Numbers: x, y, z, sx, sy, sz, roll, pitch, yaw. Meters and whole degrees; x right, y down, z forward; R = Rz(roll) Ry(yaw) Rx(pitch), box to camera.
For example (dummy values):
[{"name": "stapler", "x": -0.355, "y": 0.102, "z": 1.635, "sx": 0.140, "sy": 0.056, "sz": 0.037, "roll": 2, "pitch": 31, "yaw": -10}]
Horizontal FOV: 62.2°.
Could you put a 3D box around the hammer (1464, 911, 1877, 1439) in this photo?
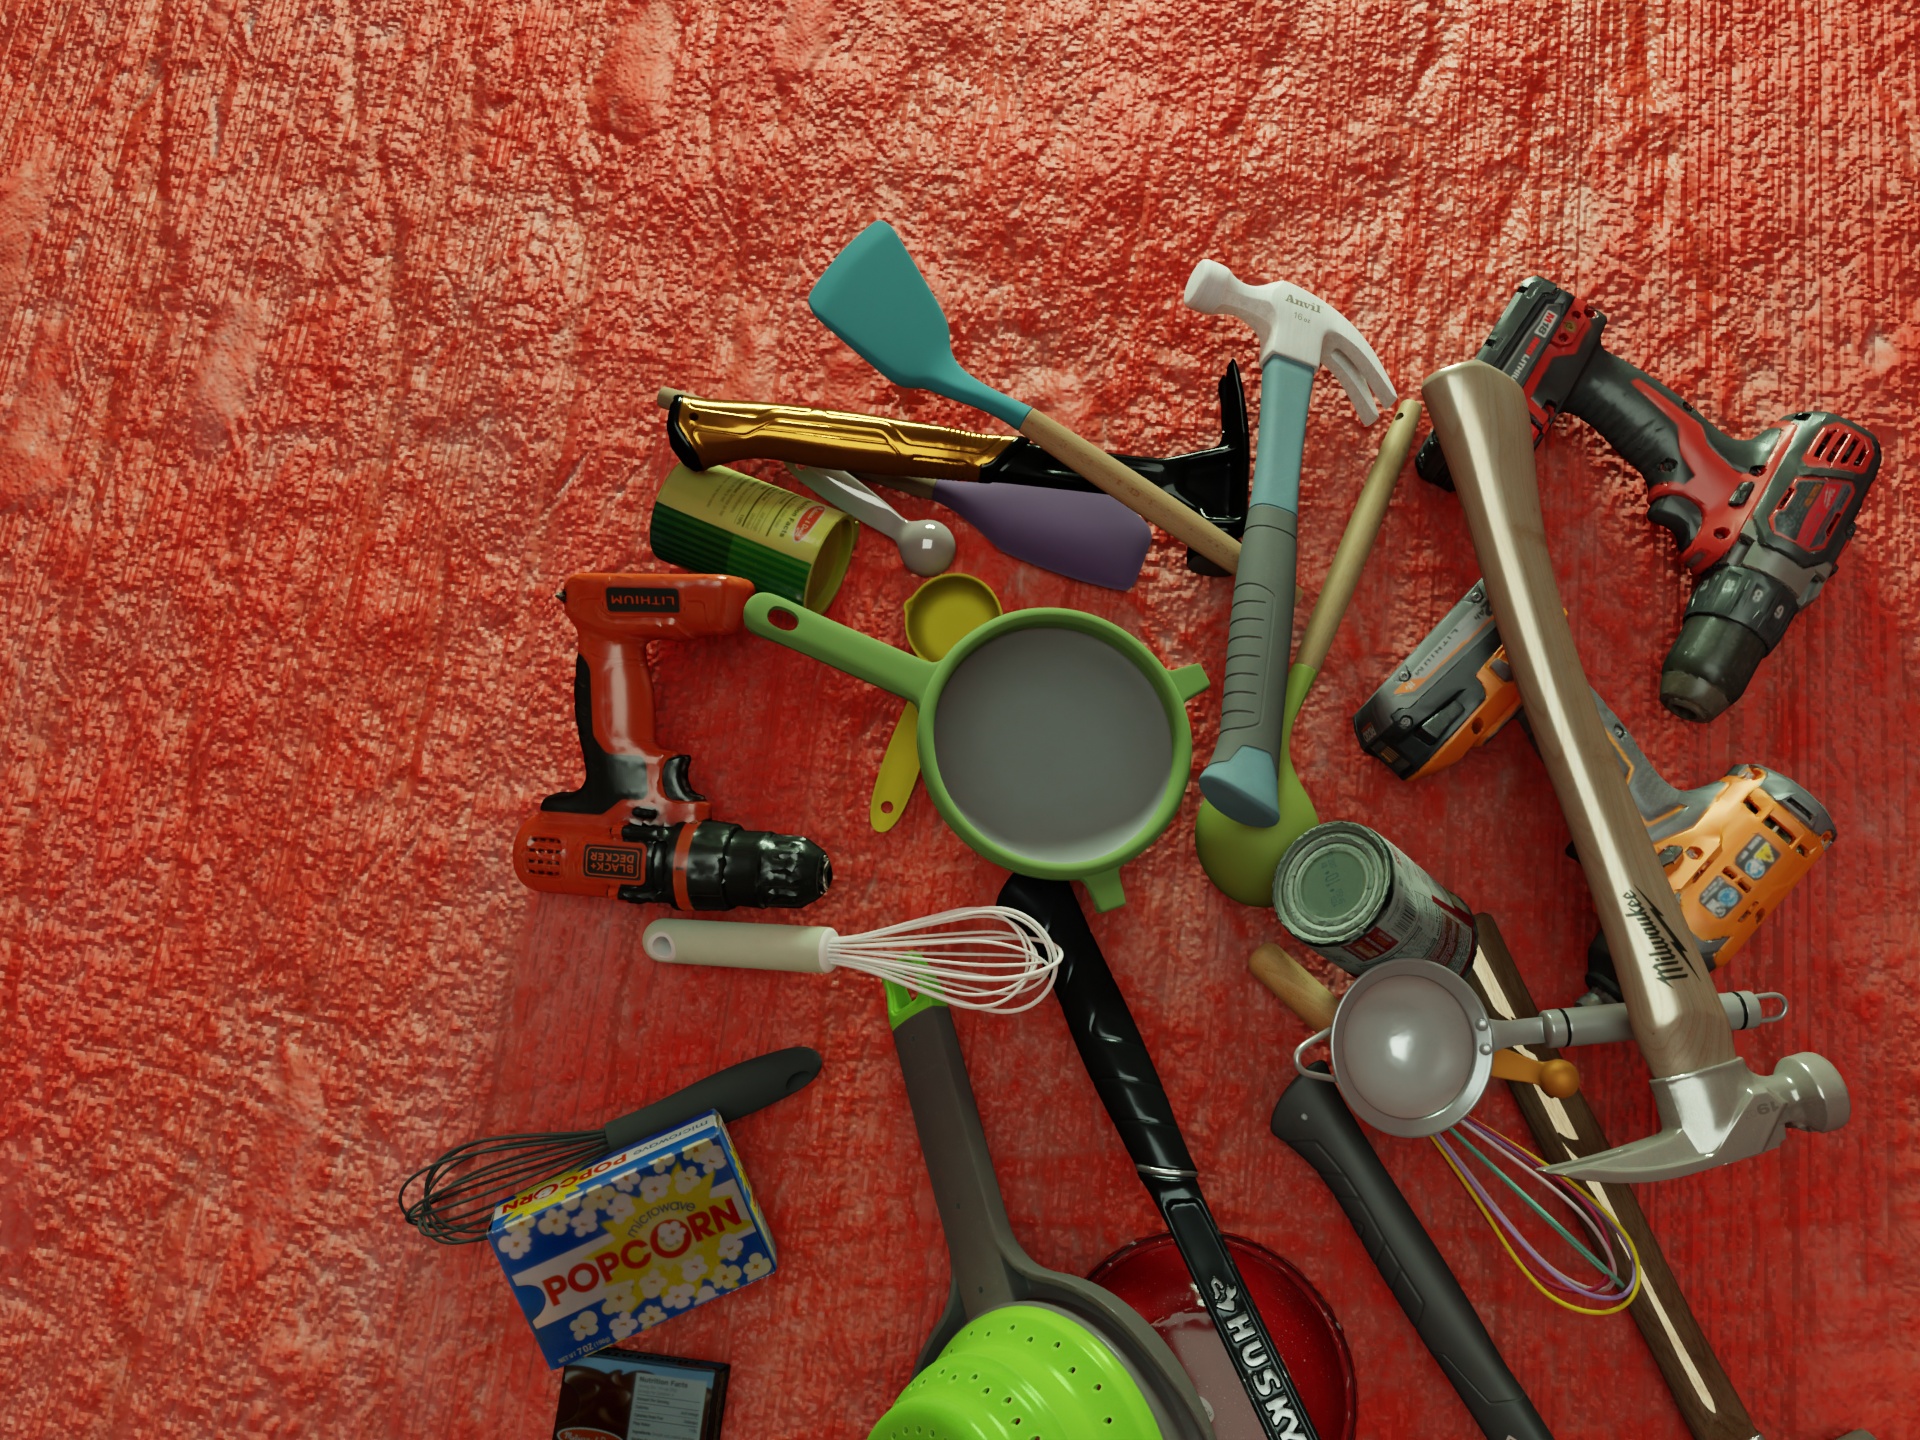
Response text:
[{"name": "hammer", "x": 0.332, "y": 0.256, "z": 0.815, "sx": 0.130, "sy": 0.031, "sz": 0.331, "roll": -24, "pitch": 74, "yaw": -2}]

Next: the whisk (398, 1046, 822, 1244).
[{"name": "whisk", "x": -0.189, "y": 0.226, "z": 0.864, "sx": 0.239, "sy": 0.055, "sz": 0.055, "roll": -21, "pitch": 75, "yaw": -5}]

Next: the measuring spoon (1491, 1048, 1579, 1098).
[{"name": "measuring spoon", "x": 0.261, "y": 0.173, "z": 0.828, "sx": 0.117, "sy": 0.011, "sz": 0.021, "roll": 11, "pitch": 87, "yaw": 32}]

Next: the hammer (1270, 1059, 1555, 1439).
[{"name": "hammer", "x": 0.261, "y": 0.320, "z": 0.784, "sx": 0.146, "sy": 0.035, "sz": 0.335, "roll": -40, "pitch": 68, "yaw": 24}]

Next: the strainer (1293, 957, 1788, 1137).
[{"name": "strainer", "x": 0.287, "y": 0.156, "z": 0.792, "sx": 0.258, "sy": 0.050, "sz": 0.087, "roll": -5, "pitch": 84, "yaw": -3}]

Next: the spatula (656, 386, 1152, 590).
[{"name": "spatula", "x": -0.038, "y": -0.150, "z": 0.960, "sx": 0.316, "sy": 0.018, "sz": 0.060, "roll": 19, "pitch": 77, "yaw": 8}]

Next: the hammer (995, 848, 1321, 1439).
[{"name": "hammer", "x": 0.116, "y": 0.241, "z": 0.791, "sx": 0.149, "sy": 0.036, "sz": 0.409, "roll": -23, "pitch": 61, "yaw": -3}]

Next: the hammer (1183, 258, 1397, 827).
[{"name": "hammer", "x": 0.169, "y": -0.100, "z": 0.872, "sx": 0.128, "sy": 0.033, "sz": 0.331, "roll": 16, "pitch": 66, "yaw": -12}]

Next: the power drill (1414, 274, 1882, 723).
[{"name": "power drill", "x": 0.373, "y": -0.123, "z": 0.888, "sx": 0.227, "sy": 0.080, "sz": 0.188, "roll": 31, "pitch": 81, "yaw": 9}]

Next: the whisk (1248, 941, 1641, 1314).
[{"name": "whisk", "x": 0.239, "y": 0.203, "z": 0.813, "sx": 0.245, "sy": 0.051, "sz": 0.047, "roll": 43, "pitch": 102, "yaw": 27}]

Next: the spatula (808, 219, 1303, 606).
[{"name": "spatula", "x": 0.060, "y": -0.158, "z": 0.886, "sx": 0.317, "sy": 0.044, "sz": 0.082, "roll": 33, "pitch": 59, "yaw": 1}]

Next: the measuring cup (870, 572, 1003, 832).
[{"name": "measuring cup", "x": -0.019, "y": -0.009, "z": 0.924, "sx": 0.062, "sy": 0.029, "sz": 0.156, "roll": 20, "pitch": 90, "yaw": 8}]

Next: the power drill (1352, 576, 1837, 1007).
[{"name": "power drill", "x": 0.323, "y": 0.044, "z": 0.847, "sx": 0.226, "sy": 0.084, "sz": 0.164, "roll": 43, "pitch": 83, "yaw": 10}]

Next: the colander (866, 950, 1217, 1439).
[{"name": "colander", "x": -0.005, "y": 0.295, "z": 0.767, "sx": 0.204, "sy": 0.094, "sz": 0.397, "roll": -39, "pitch": 55, "yaw": 35}]

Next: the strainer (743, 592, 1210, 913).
[{"name": "strainer", "x": -0.001, "y": -0.003, "z": 0.878, "sx": 0.256, "sy": 0.069, "sz": 0.151, "roll": 24, "pitch": 72, "yaw": -1}]

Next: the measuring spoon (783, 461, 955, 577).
[{"name": "measuring spoon", "x": -0.058, "y": -0.127, "z": 0.945, "sx": 0.124, "sy": 0.018, "sz": 0.034, "roll": 35, "pitch": 103, "yaw": 6}]

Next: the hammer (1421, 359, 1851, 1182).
[{"name": "hammer", "x": 0.297, "y": 0.016, "z": 0.788, "sx": 0.146, "sy": 0.038, "sz": 0.411, "roll": -13, "pitch": 78, "yaw": -7}]

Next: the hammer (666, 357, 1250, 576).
[{"name": "hammer", "x": 0.001, "y": -0.161, "z": 0.920, "sx": 0.337, "sy": 0.034, "sz": 0.127, "roll": 5, "pitch": 76, "yaw": -5}]

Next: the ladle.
[{"name": "ladle", "x": 0.211, "y": -0.044, "z": 0.899, "sx": 0.062, "sy": 0.078, "sz": 0.320, "roll": 37, "pitch": 68, "yaw": -31}]

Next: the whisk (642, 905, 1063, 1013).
[{"name": "whisk", "x": -0.063, "y": 0.124, "z": 0.858, "sx": 0.246, "sy": 0.059, "sz": 0.057, "roll": 0, "pitch": 104, "yaw": 21}]
